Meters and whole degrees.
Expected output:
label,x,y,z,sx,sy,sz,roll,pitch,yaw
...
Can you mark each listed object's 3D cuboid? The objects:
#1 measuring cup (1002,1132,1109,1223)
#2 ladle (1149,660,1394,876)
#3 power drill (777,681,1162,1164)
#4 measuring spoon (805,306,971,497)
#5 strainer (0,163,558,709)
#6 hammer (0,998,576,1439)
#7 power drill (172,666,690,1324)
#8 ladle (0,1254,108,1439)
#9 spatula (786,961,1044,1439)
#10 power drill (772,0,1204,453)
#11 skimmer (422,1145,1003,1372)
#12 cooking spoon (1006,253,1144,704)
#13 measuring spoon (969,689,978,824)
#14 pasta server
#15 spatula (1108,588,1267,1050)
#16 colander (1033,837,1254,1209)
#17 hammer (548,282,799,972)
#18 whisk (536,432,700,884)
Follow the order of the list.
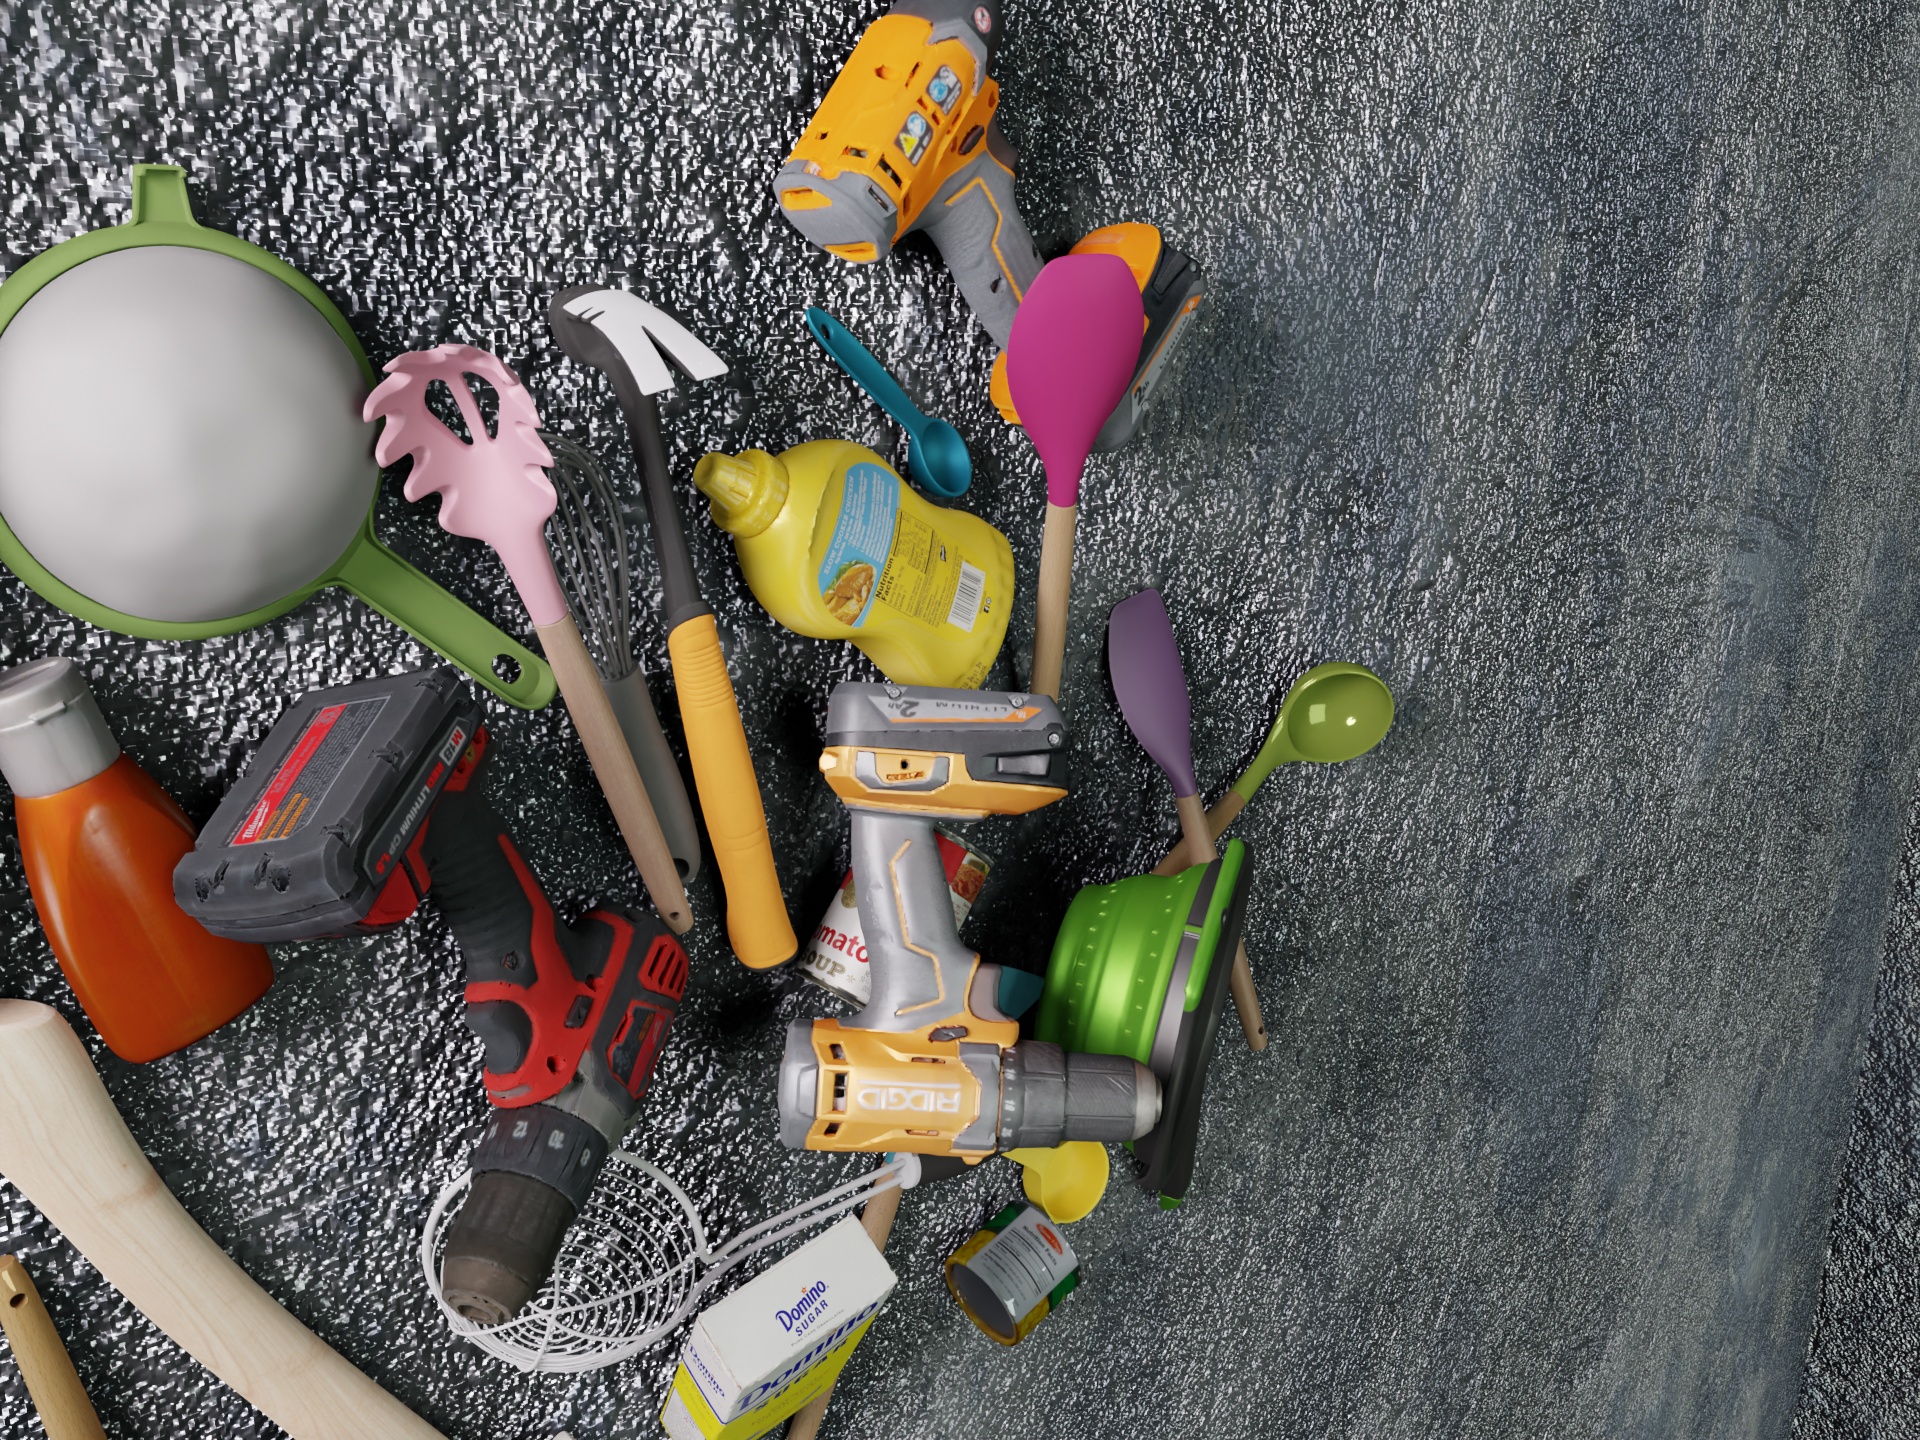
label,x,y,z,sx,sy,sz,roll,pitch,yaw
measuring cup,0.033,0.266,1.002,0.156,0.029,0.062,38,74,-31
ladle,0.177,0.072,1.057,0.320,0.062,0.078,-43,127,-24
power drill,0.010,0.101,0.779,0.185,0.084,0.226,4,84,-4
measuring spoon,-0.041,-0.159,0.805,0.128,0.021,0.042,43,46,-33
strainer,-0.237,-0.071,0.598,0.256,0.069,0.151,43,72,-41
hammer,-0.298,0.273,0.666,0.146,0.038,0.410,-43,128,-25
power drill,-0.202,0.111,0.640,0.188,0.080,0.226,-74,146,-42
ladle,-0.339,0.348,0.656,0.069,0.031,0.315,-26,118,-37
spatula,-0.040,0.285,0.915,0.082,0.044,0.317,20,89,-41
power drill,0.026,-0.257,0.795,0.226,0.084,0.164,37,75,-40
skimmer,-0.091,0.235,0.827,0.363,0.090,0.127,-9,119,-45
cooking spoon,0.052,-0.094,0.841,0.068,0.017,0.318,-7,131,-12
measuring spoon,-0.001,-0.003,0.892,0.034,0.018,0.124,-15,105,-41
pasta server,-0.162,-0.018,0.664,0.060,0.040,0.315,-14,128,-1
spatula,0.149,0.071,1.015,0.060,0.018,0.315,-28,107,-33
colander,0.106,0.209,0.989,0.396,0.094,0.205,84,25,-52
hammer,-0.113,-0.020,0.714,0.034,0.127,0.336,-22,124,-22
whisk,-0.157,-0.019,0.711,0.055,0.055,0.238,-35,129,-32
